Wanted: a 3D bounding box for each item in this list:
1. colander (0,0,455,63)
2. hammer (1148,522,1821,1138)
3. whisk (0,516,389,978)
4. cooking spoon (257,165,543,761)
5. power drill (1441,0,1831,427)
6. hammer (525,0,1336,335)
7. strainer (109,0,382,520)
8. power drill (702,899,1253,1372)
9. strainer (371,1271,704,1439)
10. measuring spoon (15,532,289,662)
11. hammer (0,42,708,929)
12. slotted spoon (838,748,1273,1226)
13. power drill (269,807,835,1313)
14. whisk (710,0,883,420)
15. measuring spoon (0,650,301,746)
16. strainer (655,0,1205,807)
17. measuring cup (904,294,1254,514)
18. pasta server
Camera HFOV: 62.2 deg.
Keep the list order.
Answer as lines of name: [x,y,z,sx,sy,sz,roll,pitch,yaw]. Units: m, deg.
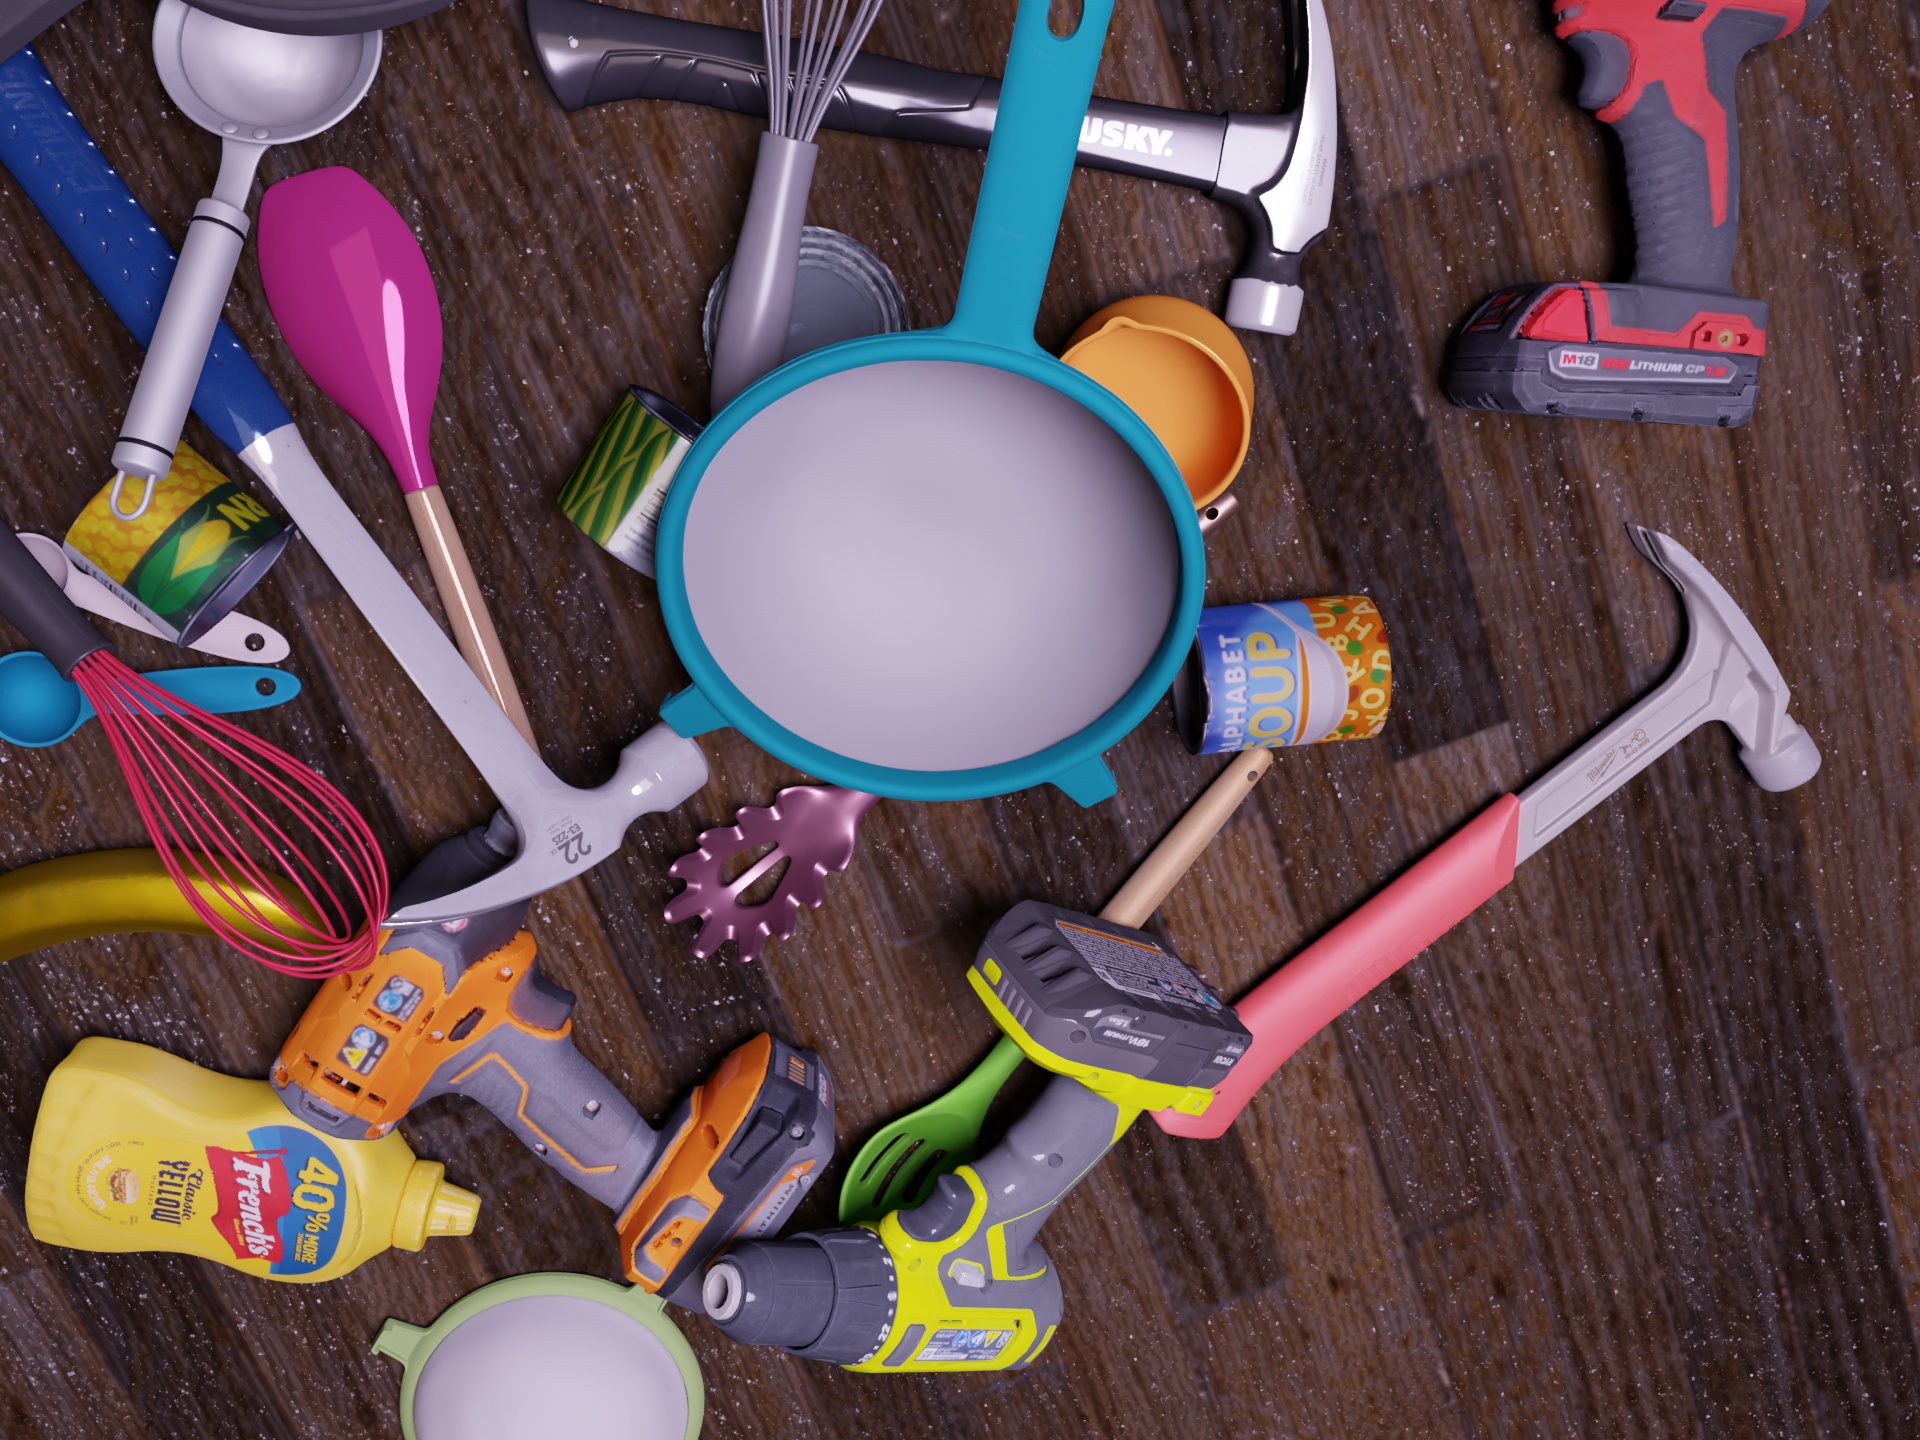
colander: [-0.302,-0.305,0.547,0.397,0.094,0.204,-38,91,-1]
hammer: [0.227,0.071,0.757,0.359,0.037,0.149,-39,104,5]
whisk: [-0.342,-0.010,0.650,0.073,0.073,0.296,-42,93,6]
cooking spoon: [-0.224,-0.075,0.688,0.069,0.017,0.318,-16,105,2]
power drill: [0.257,-0.242,0.659,0.188,0.080,0.226,3,102,-6]
hammer: [-0.008,-0.257,0.651,0.334,0.035,0.146,7,105,-7]
strainer: [-0.279,-0.196,0.604,0.087,0.050,0.258,12,77,-1]
power drill: [0.008,0.197,0.707,0.190,0.080,0.228,21,107,-42]
strainer: [-0.195,0.403,0.789,0.151,0.069,0.256,-10,104,-2]
measuring spoon: [-0.354,-0.048,0.688,0.124,0.018,0.034,18,84,-16]
hammer: [-0.273,-0.099,0.628,0.144,0.035,0.405,-39,96,-32]
slotted spoon: [0.046,0.134,0.762,0.070,0.031,0.314,35,97,-30]
power drill: [-0.169,0.150,0.717,0.226,0.084,0.164,33,100,-12]
whisk: [-0.066,-0.223,0.615,0.055,0.055,0.239,12,108,-8]
measuring spoon: [-0.356,-0.013,0.697,0.128,0.021,0.042,-3,103,-14]
strainer: [0.002,-0.125,0.606,0.211,0.095,0.340,10,126,-6]
measuring cup: [0.041,-0.131,0.685,0.173,0.052,0.095,-4,124,22]
pasta server: [-0.001,-0.002,0.717,0.316,0.040,0.060,-38,94,4]
